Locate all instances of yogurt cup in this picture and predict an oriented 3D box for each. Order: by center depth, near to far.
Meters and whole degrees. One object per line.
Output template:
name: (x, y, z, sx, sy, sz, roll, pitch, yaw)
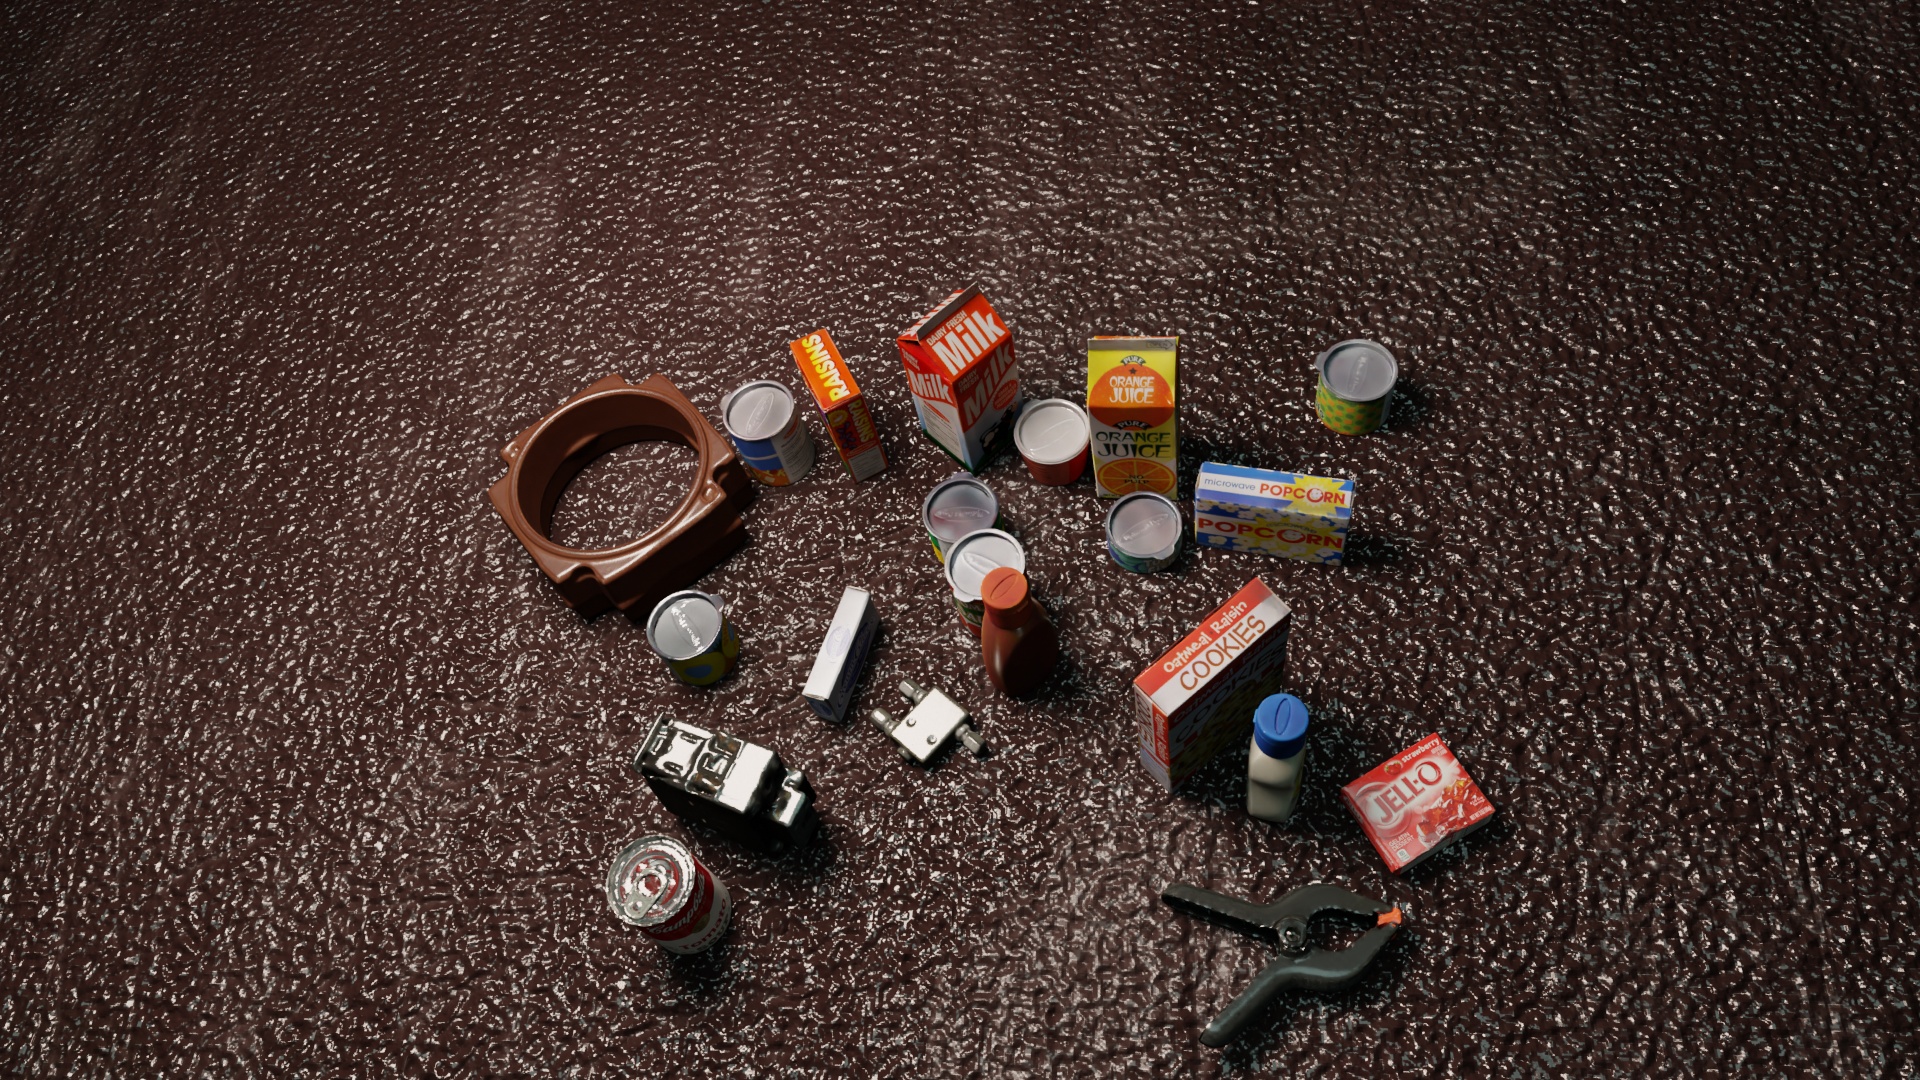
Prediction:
yogurt cup: (0.085, -0.085, 1.247, 0.072, 0.053, 0.073, -4, 60, 7)

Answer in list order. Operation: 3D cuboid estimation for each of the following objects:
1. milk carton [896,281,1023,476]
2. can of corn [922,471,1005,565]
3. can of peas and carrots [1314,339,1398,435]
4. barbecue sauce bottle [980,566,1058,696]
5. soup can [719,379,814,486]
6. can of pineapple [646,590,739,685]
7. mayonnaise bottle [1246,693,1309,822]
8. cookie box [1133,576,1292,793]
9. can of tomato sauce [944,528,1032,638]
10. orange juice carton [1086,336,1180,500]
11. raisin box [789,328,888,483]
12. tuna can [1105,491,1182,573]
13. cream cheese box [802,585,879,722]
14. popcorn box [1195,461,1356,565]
milk carton: (0.002, -0.146, 1.217, 0.072, 0.189, 0.073, -42, 63, -14)
can of corn: (0.004, -0.015, 1.218, 0.071, 0.058, 0.071, -4, 60, 7)
can of peas and carrots: (0.347, -0.135, 1.230, 0.071, 0.058, 0.071, -4, 60, 7)
barbecue sauce bottle: (0.044, 0.071, 1.110, 0.065, 0.148, 0.044, -43, 63, -15)
soup can: (-0.178, -0.099, 1.280, 0.071, 0.083, 0.071, -4, 60, 7)
can of pineapple: (-0.228, 0.084, 1.199, 0.071, 0.057, 0.071, -4, 60, 7)
mayonnaise bottle: (0.235, 0.158, 1.030, 0.041, 0.147, 0.065, 11, 64, 15)
cookie box: (0.189, 0.112, 1.052, 0.123, 0.166, 0.040, -39, 62, -13)
can of tomato sauce: (0.025, 0.040, 1.169, 0.071, 0.082, 0.071, -4, 60, 7)
orange juice carton: (0.148, -0.112, 1.172, 0.072, 0.192, 0.073, 2, 61, 11)
raisin box: (-0.110, -0.121, 1.259, 0.040, 0.123, 0.086, -26, 60, -5)
tuna can: (0.160, -0.005, 1.201, 0.071, 0.032, 0.071, -4, 60, 7)
cream cheese box: (-0.099, 0.096, 1.174, 0.024, 0.053, 0.104, 13, 64, 16)
popcorn box: (0.261, -0.022, 1.164, 0.127, 0.085, 0.038, 9, 63, 14)
